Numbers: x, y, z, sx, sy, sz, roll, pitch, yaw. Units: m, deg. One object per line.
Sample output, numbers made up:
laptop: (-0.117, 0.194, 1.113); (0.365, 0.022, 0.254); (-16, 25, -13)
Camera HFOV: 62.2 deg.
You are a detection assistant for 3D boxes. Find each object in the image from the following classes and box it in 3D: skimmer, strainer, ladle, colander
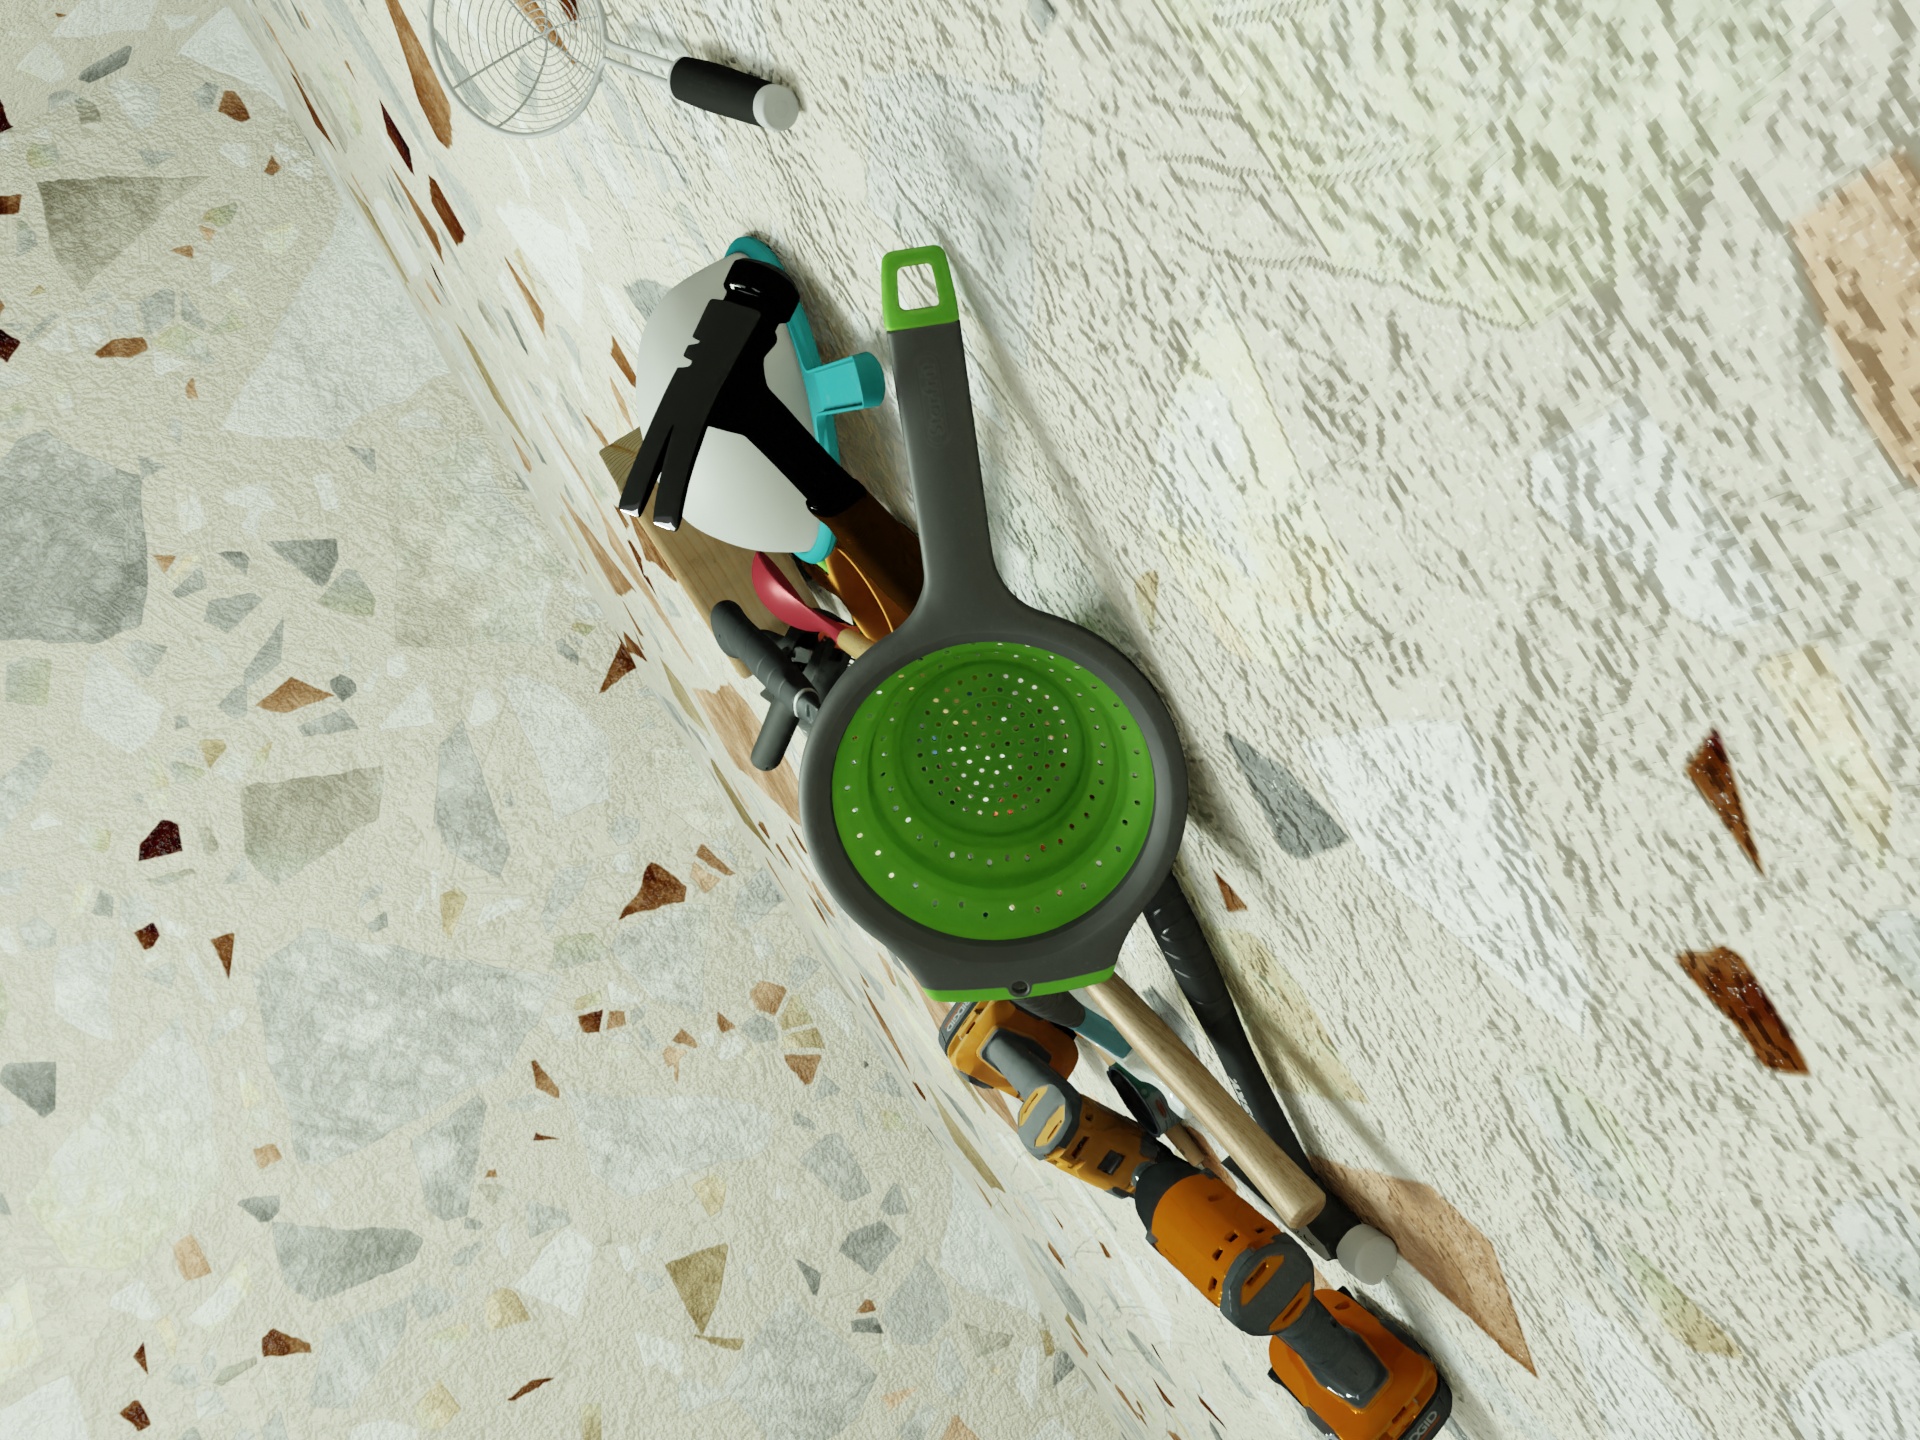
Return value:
skimmer: (-0.212, -0.384, 0.923); (0.364, 0.090, 0.127); (39, 125, 47)
strainer: (-0.134, -0.186, 0.957); (0.340, 0.095, 0.211); (-159, 55, -69)
ladle: (-0.060, -0.045, 1.039); (0.316, 0.031, 0.069); (34, 169, 48)
colander: (0.006, -0.048, 0.846); (0.094, 0.204, 0.397); (-86, -12, -72)

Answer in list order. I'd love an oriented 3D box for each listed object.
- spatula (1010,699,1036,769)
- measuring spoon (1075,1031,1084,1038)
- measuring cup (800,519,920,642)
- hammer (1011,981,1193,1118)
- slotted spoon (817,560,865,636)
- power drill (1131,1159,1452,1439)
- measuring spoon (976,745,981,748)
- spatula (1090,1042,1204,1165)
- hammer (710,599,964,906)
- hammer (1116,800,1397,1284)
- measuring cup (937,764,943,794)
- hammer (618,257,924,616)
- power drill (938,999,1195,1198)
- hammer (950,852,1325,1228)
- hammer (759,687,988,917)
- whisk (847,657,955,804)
spatula: (0.049, 0.067, 1.137); (0.060, 0.018, 0.315); (54, 167, 26)
measuring spoon: (0.080, 0.224, 1.384); (0.117, 0.011, 0.021); (59, 158, 10)
measuring cup: (-0.063, -0.102, 1.092); (0.174, 0.052, 0.095); (35, 153, 61)
hammer: (0.068, 0.190, 1.054); (0.128, 0.033, 0.330); (36, 176, 33)
slotted spoon: (-0.123, -0.143, 1.257); (0.314, 0.031, 0.070); (53, 163, 26)
power drill: (0.205, 0.377, 1.041); (0.226, 0.084, 0.164); (48, 171, -24)
measuring spoon: (-0.002, -0.004, 1.178); (0.034, 0.018, 0.124); (65, 171, -25)
spatula: (0.089, 0.247, 1.327); (0.318, 0.044, 0.082); (49, 147, 26)
hammer: (-0.103, -0.009, 1.100); (0.409, 0.036, 0.149); (41, 147, 57)
hammer: (0.162, 0.193, 0.990); (0.334, 0.035, 0.146); (63, 164, -18)
measuring cup: (0.011, 0.083, 1.284); (0.083, 0.038, 0.168); (83, 170, -74)
hammer: (-0.059, -0.101, 0.841); (0.034, 0.127, 0.336); (21, 172, 25)
power drill: (0.095, 0.324, 1.344); (0.185, 0.084, 0.226); (33, -178, -30)
hammer: (0.099, 0.175, 0.981); (0.332, 0.031, 0.130); (46, -177, 31)
hammer: (-0.056, 0.071, 1.226); (0.144, 0.035, 0.406); (52, 175, -29)
whisk: (-0.035, 0.046, 1.329); (0.246, 0.059, 0.058); (54, -151, 0)
